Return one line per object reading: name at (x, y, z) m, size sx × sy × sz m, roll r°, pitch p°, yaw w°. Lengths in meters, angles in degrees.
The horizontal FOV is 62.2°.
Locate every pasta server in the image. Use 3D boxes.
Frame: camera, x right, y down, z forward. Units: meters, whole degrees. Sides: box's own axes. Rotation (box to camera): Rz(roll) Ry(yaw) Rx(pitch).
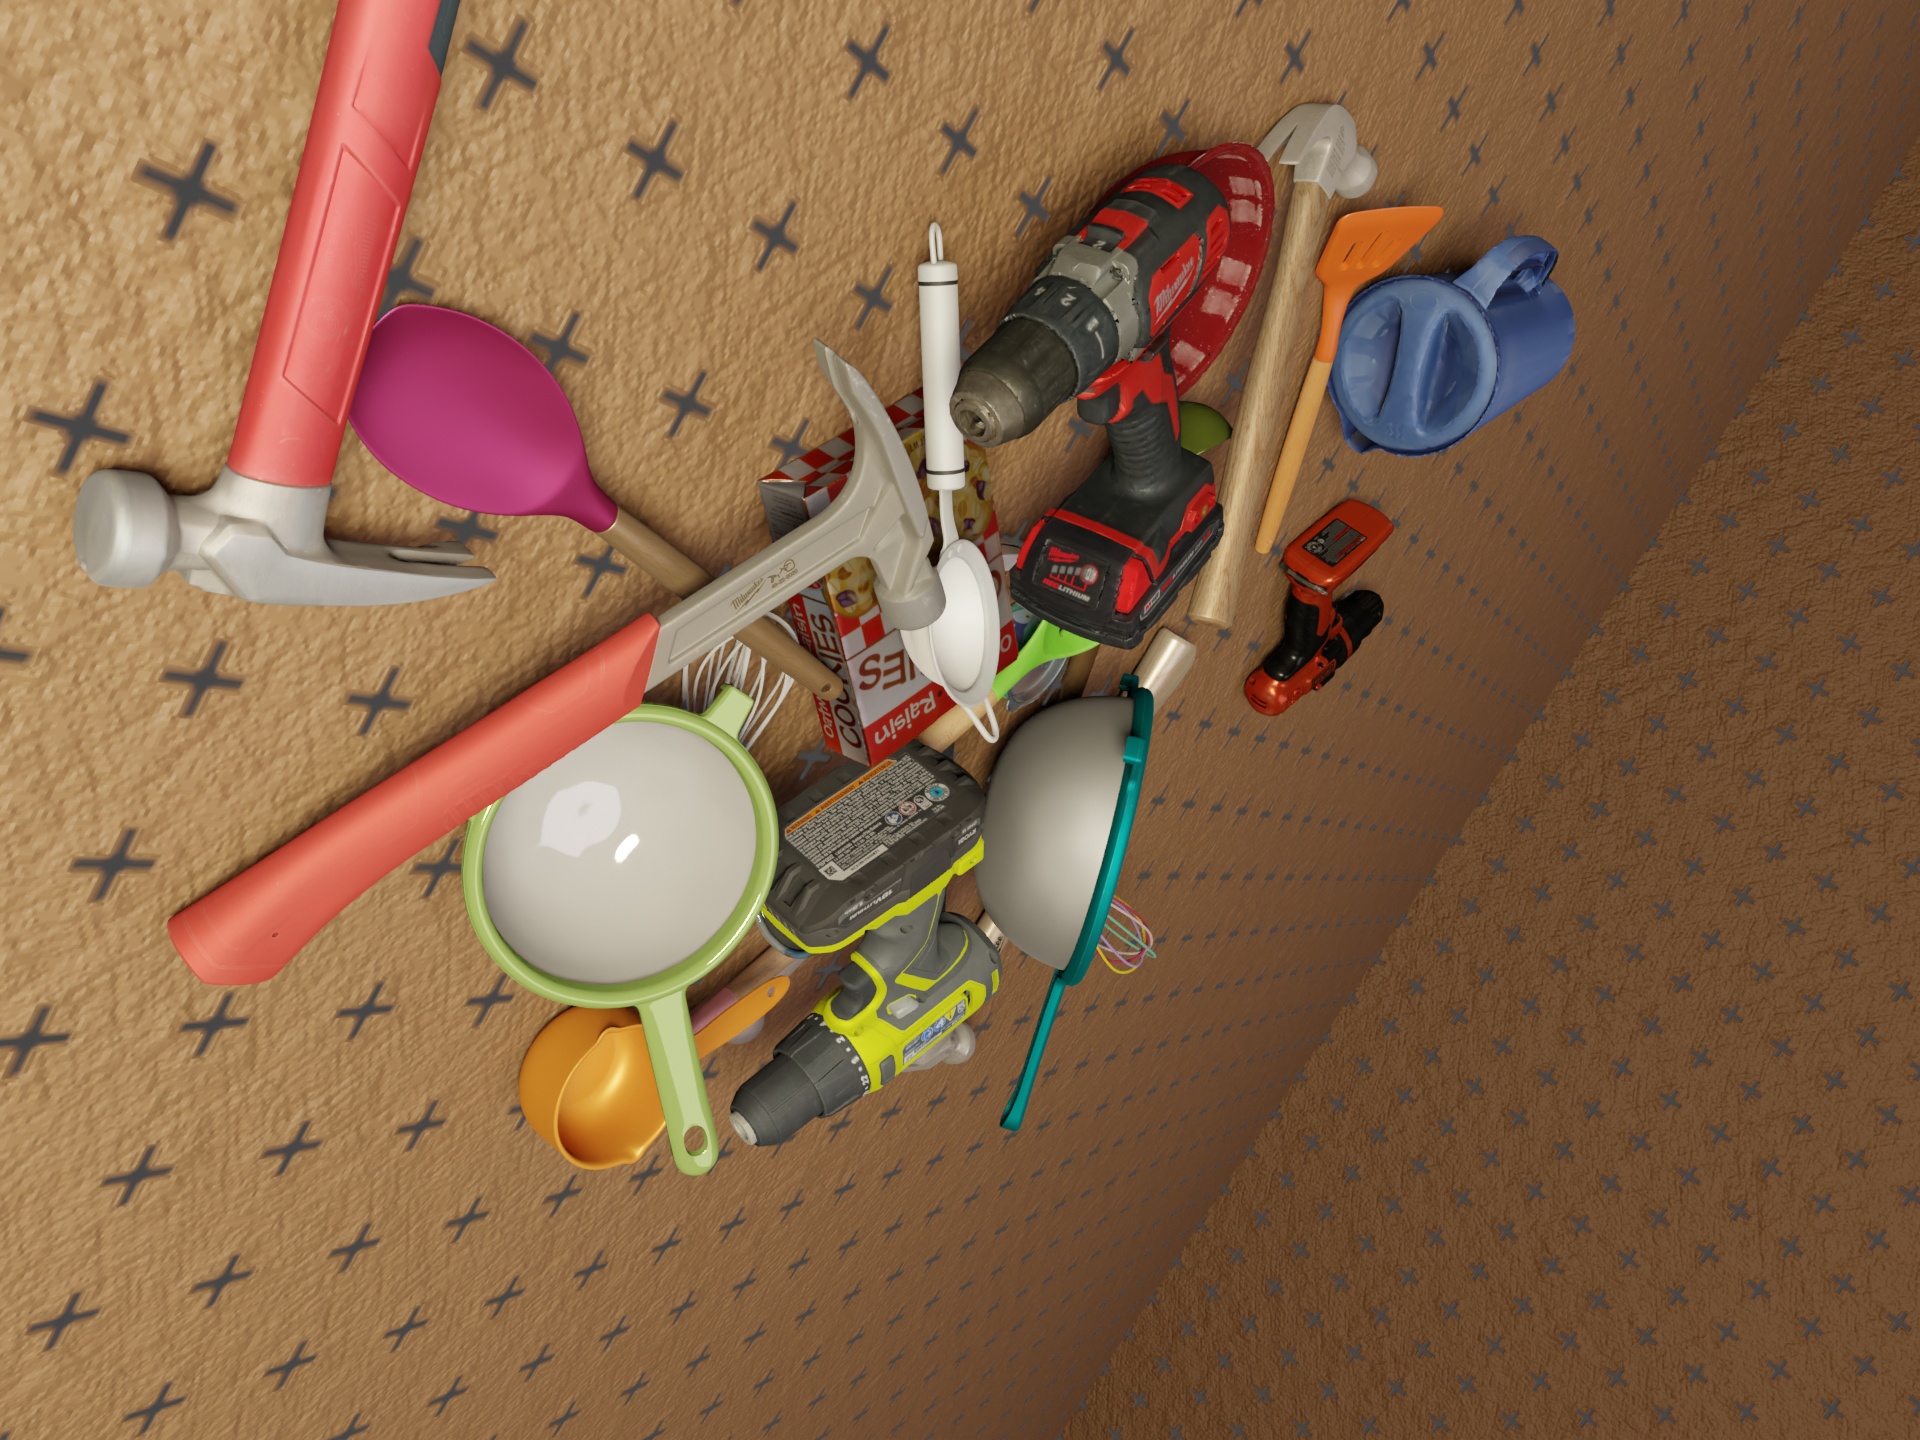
pasta server at (-0.124, 0.169, 1.034) m, size 0.316 × 0.040 × 0.060 m, roll -39°, pitch -177°, yaw -33°

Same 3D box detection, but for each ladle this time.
ladle at (0.110, -0.081, 1.109) m, size 0.078 × 0.062 × 0.320 m, roll -33°, pitch 149°, yaw -44°

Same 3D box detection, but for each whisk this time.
whisk at (-0.142, 0.042, 0.856) m, size 0.059 × 0.058 × 0.246 m, roll 9°, pitch 123°, yaw -23°
whisk at (0.082, 0.131, 1.233) m, size 0.047 × 0.051 × 0.244 m, roll -47°, pitch 129°, yaw -1°

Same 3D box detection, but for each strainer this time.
strainer at (0.045, 0.128, 1.112) m, size 0.211 × 0.095 × 0.340 m, roll -72°, pitch 178°, yaw -74°
strainer at (-0.008, -0.113, 0.793) m, size 0.087 × 0.050 × 0.258 m, roll -39°, pitch 130°, yaw -61°
strainer at (-0.162, 0.106, 0.789) m, size 0.151 × 0.069 × 0.256 m, roll -18°, pitch 114°, yaw -23°

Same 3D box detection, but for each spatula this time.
spatula at (0.269, -0.246, 1.190) m, size 0.081 × 0.041 × 0.322 m, roll -9°, pitch 138°, yaw -17°

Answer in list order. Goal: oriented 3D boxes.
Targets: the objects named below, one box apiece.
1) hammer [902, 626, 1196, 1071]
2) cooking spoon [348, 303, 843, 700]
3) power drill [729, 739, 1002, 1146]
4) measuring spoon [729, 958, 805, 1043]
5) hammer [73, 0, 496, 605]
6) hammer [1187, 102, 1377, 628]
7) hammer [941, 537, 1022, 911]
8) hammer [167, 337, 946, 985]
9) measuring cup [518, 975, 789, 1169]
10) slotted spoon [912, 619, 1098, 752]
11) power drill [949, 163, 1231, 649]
hammer at (0.061, 0.105, 1.268) m, size 0.410 × 0.038 × 0.146 m, roll -59°, pitch 152°, yaw 7°
cooking spoon at (-0.139, -0.076, 0.691) m, size 0.069 × 0.017 × 0.318 m, roll -47°, pitch 143°, yaw 2°
power drill at (-0.059, 0.137, 0.917) m, size 0.190 × 0.080 × 0.228 m, roll -34°, pitch 145°, yaw -28°
measuring spoon at (-0.113, 0.172, 1.077) m, size 0.124 × 0.018 × 0.034 m, roll -47°, pitch 153°, yaw -16°
hammer at (-0.165, -0.213, 0.502) m, size 0.143 × 0.038 × 0.386 m, roll -1°, pitch 122°, yaw -50°
hammer at (0.193, -0.221, 0.996) m, size 0.130 × 0.031 × 0.331 m, roll 13°, pitch 91°, yaw -59°
hammer at (-0.014, 0.031, 1.027) m, size 0.146 × 0.035 × 0.334 m, roll -33°, pitch 141°, yaw -37°
hammer at (-0.169, -0.012, 0.672) m, size 0.359 × 0.037 × 0.149 m, roll -34°, pitch 136°, yaw -13°
measuring cup at (-0.179, 0.187, 0.931) m, size 0.173 × 0.052 × 0.095 m, roll -31°, pitch 127°, yaw -39°
slotted spoon at (-0.002, -0.003, 0.956) m, size 0.314 × 0.031 × 0.070 m, roll -40°, pitch 145°, yaw -24°
power drill at (0.066, -0.140, 0.799) m, size 0.188 × 0.080 × 0.226 m, roll -49°, pitch 151°, yaw -29°
